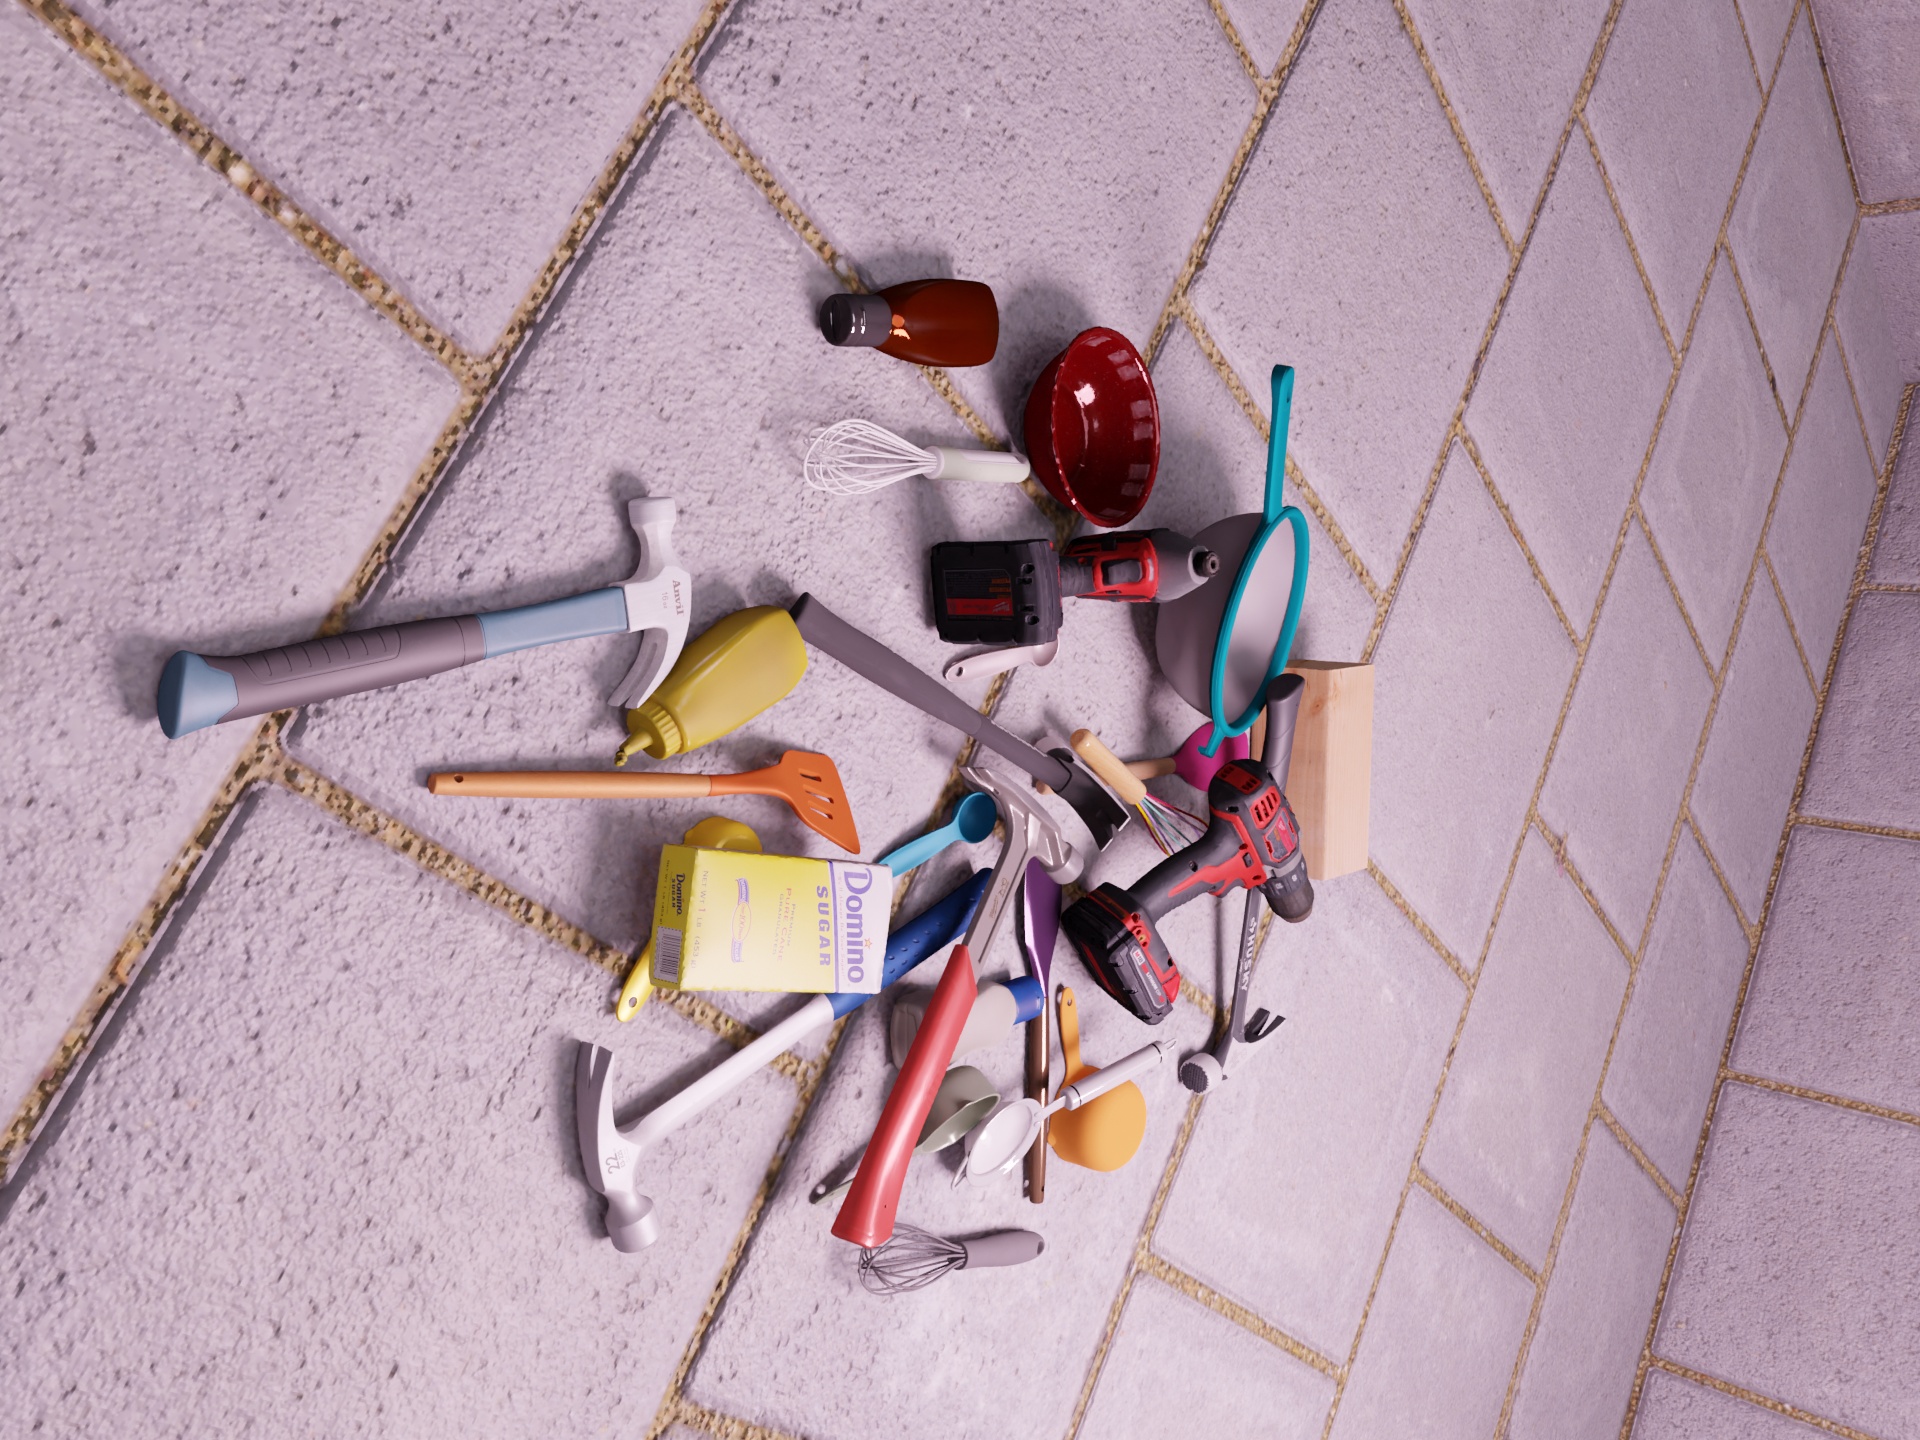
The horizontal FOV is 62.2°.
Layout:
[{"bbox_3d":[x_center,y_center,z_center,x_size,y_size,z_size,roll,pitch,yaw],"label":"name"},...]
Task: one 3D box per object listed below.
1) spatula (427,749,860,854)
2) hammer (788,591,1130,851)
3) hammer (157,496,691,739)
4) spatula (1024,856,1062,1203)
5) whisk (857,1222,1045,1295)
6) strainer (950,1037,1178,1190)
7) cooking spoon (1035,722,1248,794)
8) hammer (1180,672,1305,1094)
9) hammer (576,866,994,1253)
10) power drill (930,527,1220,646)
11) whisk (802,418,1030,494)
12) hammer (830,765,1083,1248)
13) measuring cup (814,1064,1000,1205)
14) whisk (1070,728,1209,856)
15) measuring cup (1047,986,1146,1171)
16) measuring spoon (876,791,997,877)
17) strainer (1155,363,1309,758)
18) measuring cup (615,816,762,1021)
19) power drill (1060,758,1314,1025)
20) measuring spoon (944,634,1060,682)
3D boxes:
[{"bbox_3d":[-0.192,0.047,1.041,0.322,0.041,0.081,3,58,-40],"label":"spatula"},{"bbox_3d":[-0.002,-0.004,1.192,0.334,0.146,0.035,32,101,-36],"label":"hammer"},{"bbox_3d":[-0.294,-0.047,0.924,0.331,0.033,0.128,-18,107,-44],"label":"hammer"},{"bbox_3d":[0.069,0.260,1.364,0.059,0.018,0.316,-7,100,-54],"label":"spatula"},{"bbox_3d":[-0.002,0.432,1.294,0.238,0.055,0.055,18,82,-51],"label":"whisk"},{"bbox_3d":[0.085,0.321,1.340,0.258,0.050,0.086,-20,131,-29],"label":"strainer"},{"bbox_3d":[0.176,0.044,1.449,0.318,0.017,0.069,-7,98,-46],"label":"cooking spoon"},{"bbox_3d":[0.286,0.153,1.520,0.149,0.036,0.408,-16,118,-47],"label":"hammer"},{"bbox_3d":[-0.107,0.208,1.156,0.405,0.035,0.144,-30,117,-41],"label":"hammer"},{"bbox_3d":[0.094,-0.113,1.252,0.219,0.143,0.078,-14,103,-43],"label":"power drill"},{"bbox_3d":[-0.027,-0.193,1.183,0.246,0.058,0.059,-8,135,-50],"label":"whisk"},{"bbox_3d":[-0.015,0.216,1.196,0.149,0.037,0.359,44,60,-38],"label":"hammer"},{"bbox_3d":[-0.047,0.320,1.232,0.167,0.038,0.083,-25,152,-23],"label":"measuring cup"},{"bbox_3d":[0.165,0.071,1.402,0.047,0.051,0.244,-44,132,4],"label":"whisk"},{"bbox_3d":[0.120,0.316,1.399,0.095,0.052,0.173,-26,116,-42],"label":"measuring cup"},{"bbox_3d":[-0.025,0.093,1.247,0.128,0.021,0.042,-27,115,-32],"label":"measuring spoon"},{"bbox_3d":[0.232,-0.152,1.391,0.211,0.095,0.340,-42,141,-47],"label":"strainer"},{"bbox_3d":[-0.182,0.135,1.068,0.062,0.029,0.157,49,58,-39],"label":"measuring cup"},{"bbox_3d":[0.216,0.163,1.407,0.227,0.080,0.187,-40,127,-13],"label":"power drill"},{"bbox_3d":[0.031,-0.052,1.288,0.124,0.018,0.034,-17,120,-38],"label":"measuring spoon"}]
